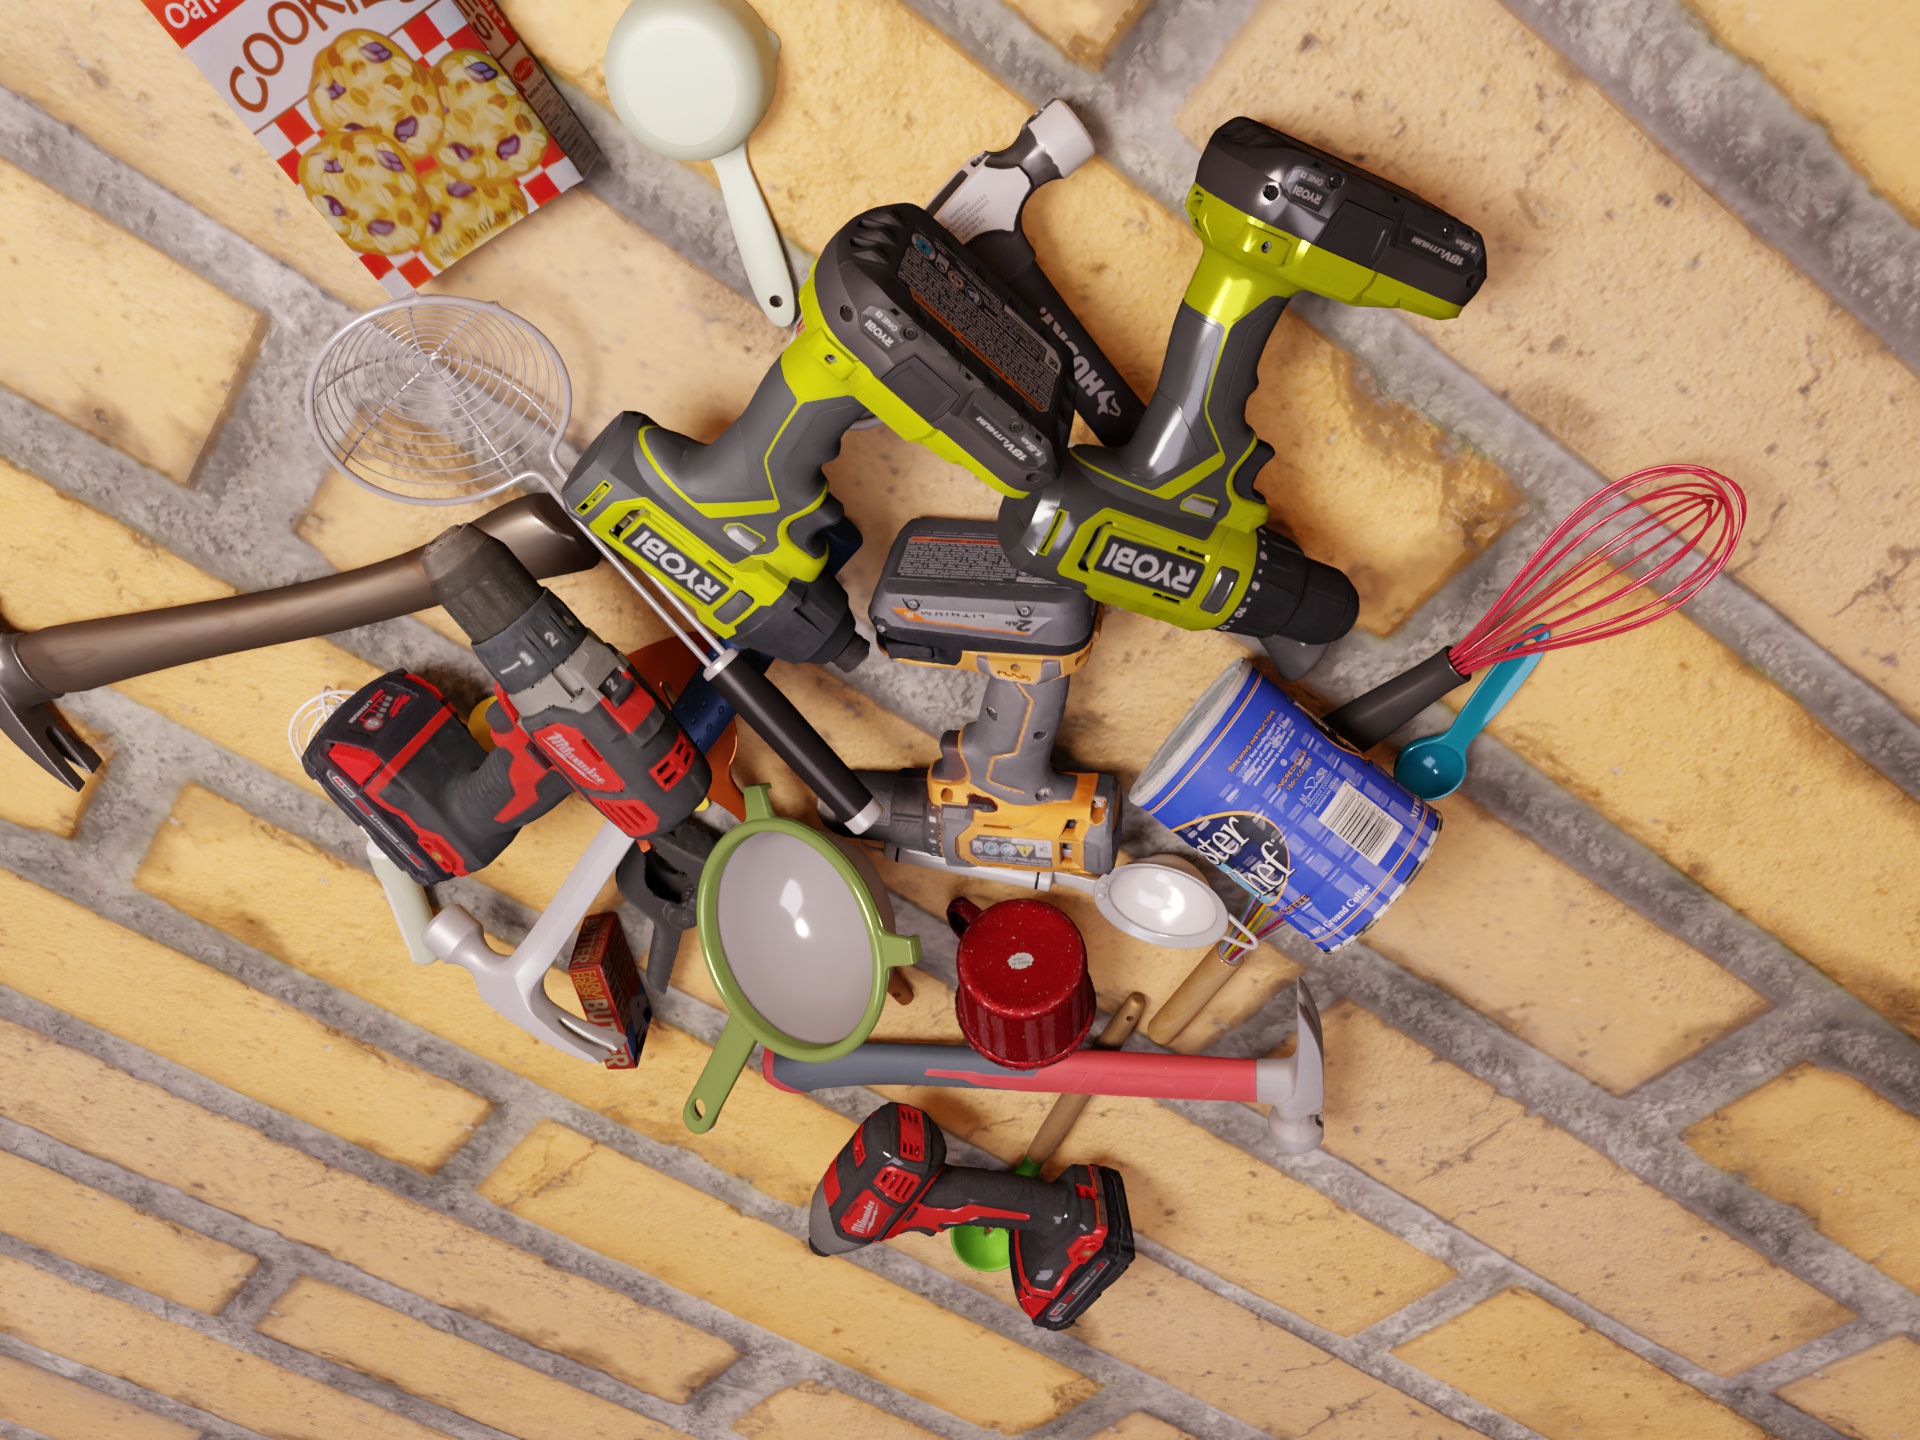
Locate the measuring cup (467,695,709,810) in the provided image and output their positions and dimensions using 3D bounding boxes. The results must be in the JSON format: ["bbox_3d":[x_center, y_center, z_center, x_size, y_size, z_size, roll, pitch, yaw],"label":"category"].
[{"bbox_3d":[-0.232,0.032,0.986,0.156,0.029,0.062,22,126,-12],"label":"measuring cup"}]

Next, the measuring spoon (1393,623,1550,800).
[{"bbox_3d":[0.295,-0.008,0.919,0.042,0.021,0.128,25,116,-14],"label":"measuring spoon"}]

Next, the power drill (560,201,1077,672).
[{"bbox_3d":[-0.058,-0.116,0.740,0.171,0.080,0.223,38,132,-23],"label":"power drill"}]

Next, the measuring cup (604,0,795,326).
[{"bbox_3d":[-0.112,-0.257,0.746,0.083,0.038,0.167,-10,124,13],"label":"measuring cup"}]

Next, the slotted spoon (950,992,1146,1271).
[{"bbox_3d":[0.068,0.306,1.172,0.070,0.031,0.313,18,125,-9],"label":"slotted spoon"}]

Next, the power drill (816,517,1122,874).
[{"bbox_3d":[-0.001,-0.003,0.909,0.185,0.084,0.226,4,133,11],"label":"power drill"}]

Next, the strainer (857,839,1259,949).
[{"bbox_3d":[0.061,0.097,1.003,0.258,0.050,0.086,11,140,4],"label":"strainer"}]

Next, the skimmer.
[{"bbox_3d":[-0.174,-0.065,0.824,0.127,0.090,0.363,-39,101,17],"label":"skimmer"}]

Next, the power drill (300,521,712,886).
[{"bbox_3d":[-0.260,-0.003,0.858,0.227,0.080,0.187,-16,121,40],"label":"power drill"}]

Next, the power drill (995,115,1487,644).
[{"bbox_3d":[0.145,-0.144,0.754,0.190,0.080,0.228,16,117,-20],"label":"power drill"}]

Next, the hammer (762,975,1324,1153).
[{"bbox_3d":[0.049,0.228,1.082,0.386,0.038,0.143,0,129,13],"label":"hammer"}]

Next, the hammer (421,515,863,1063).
[{"bbox_3d":[-0.178,0.041,0.942,0.144,0.035,0.405,40,114,4],"label":"hammer"}]

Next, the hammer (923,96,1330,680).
[{"bbox_3d":[0.089,-0.134,0.811,0.146,0.035,0.334,-39,120,10],"label":"hammer"}]

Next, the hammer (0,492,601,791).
[{"bbox_3d":[-0.399,-0.054,0.933,0.410,0.038,0.146,-11,127,13],"label":"hammer"}]

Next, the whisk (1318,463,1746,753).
[{"bbox_3d":[0.288,-0.041,0.867,0.073,0.073,0.295,36,129,-21],"label":"whisk"}]

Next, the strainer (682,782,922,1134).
[{"bbox_3d":[-0.107,0.165,0.994,0.152,0.069,0.256,43,124,22],"label":"strainer"}]

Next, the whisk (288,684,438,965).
[{"bbox_3d":[-0.373,0.075,1.024,0.059,0.058,0.246,-19,134,-18],"label":"whisk"}]

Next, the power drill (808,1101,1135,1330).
[{"bbox_3d":[0.002,0.358,1.141,0.219,0.079,0.143,23,121,-20],"label":"power drill"}]

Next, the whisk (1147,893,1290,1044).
[{"bbox_3d":[0.187,0.137,1.024,0.051,0.047,0.244,29,130,-2],"label":"whisk"}]

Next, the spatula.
[{"bbox_3d":[-0.112,0.078,1.017,0.081,0.041,0.322,-21,127,19],"label":"spatula"}]
